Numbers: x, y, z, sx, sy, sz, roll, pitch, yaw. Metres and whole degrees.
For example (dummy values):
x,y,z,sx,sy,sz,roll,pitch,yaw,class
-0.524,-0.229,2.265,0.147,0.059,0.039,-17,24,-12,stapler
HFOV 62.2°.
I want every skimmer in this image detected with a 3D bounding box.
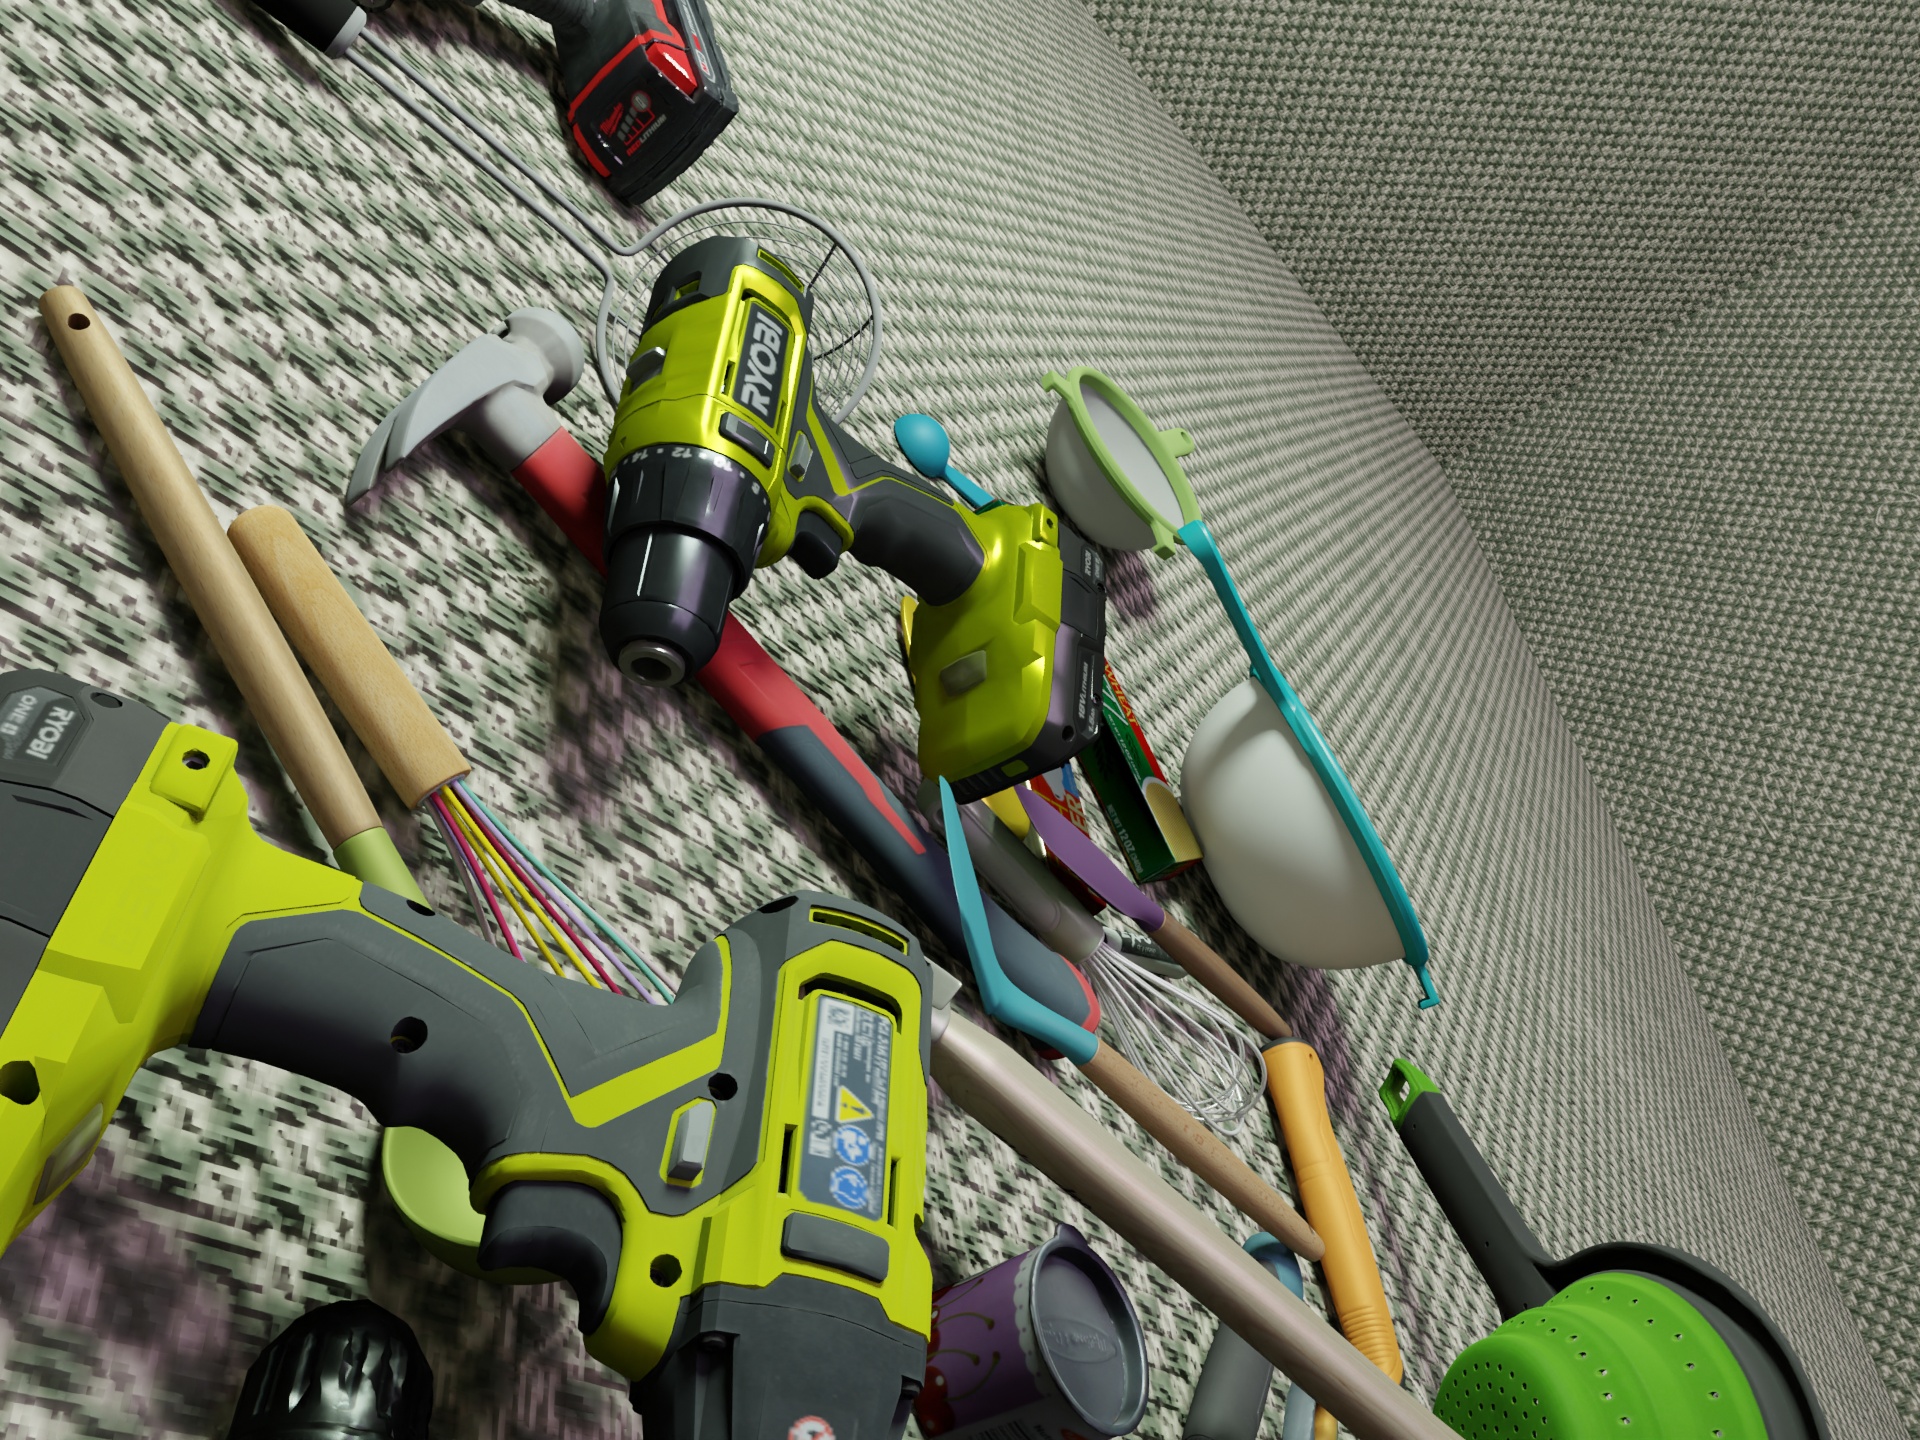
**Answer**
x,y,z,sx,sy,sz,roll,pitch,yaw,class
-0.190,-0.240,0.645,0.363,0.127,0.090,37,-10,-31,skimmer

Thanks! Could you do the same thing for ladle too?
x,y,z,sx,sy,sz,roll,pitch,yaw,class
-0.175,0.006,0.434,0.078,0.062,0.320,-26,81,-34,ladle

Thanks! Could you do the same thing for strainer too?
x,y,z,sx,sy,sz,roll,pitch,yaw,class
0.121,-0.187,1.190,0.151,0.069,0.256,56,24,0,strainer
0.167,0.031,0.943,0.340,0.095,0.211,57,8,-36,strainer

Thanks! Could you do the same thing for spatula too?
x,y,z,sx,sy,sz,roll,pitch,yaw,class
0.077,0.149,0.676,0.317,0.044,0.082,44,19,-29,spatula
0.108,0.110,0.821,0.315,0.018,0.060,43,14,-46,spatula

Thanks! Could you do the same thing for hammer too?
x,y,z,sx,sy,sz,roll,pitch,yaw,class
0.094,0.291,0.612,0.331,0.033,0.128,-24,101,-68,hammer
0.205,0.314,0.811,0.127,0.034,0.337,36,33,-42,hammer
0.107,0.212,0.574,0.410,0.038,0.146,42,-10,-12,hammer
-0.072,0.012,0.639,0.386,0.038,0.143,49,27,-19,hammer

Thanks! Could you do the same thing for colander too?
x,y,z,sx,sy,sz,roll,pitch,yaw,class
0.263,0.299,0.781,0.094,0.204,0.397,11,24,-16,colander

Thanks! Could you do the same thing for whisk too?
x,y,z,sx,sy,sz,roll,pitch,yaw,class
0.063,0.112,0.755,0.246,0.058,0.059,47,27,-19,whisk
-0.145,0.040,0.478,0.245,0.051,0.047,54,4,1,whisk

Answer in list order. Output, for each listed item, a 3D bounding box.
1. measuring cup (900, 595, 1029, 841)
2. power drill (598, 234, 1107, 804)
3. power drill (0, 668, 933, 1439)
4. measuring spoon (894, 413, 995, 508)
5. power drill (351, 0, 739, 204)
x,y,z,sx,sy,sz,roll,pitch,yaw,class
-0.001,-0.003,0.793,0.062,0.029,0.157,24,44,-51,measuring cup
-0.043,-0.059,0.632,0.228,0.080,0.191,34,46,-36,power drill
-0.111,0.091,0.332,0.223,0.080,0.171,22,42,-19,power drill
0.008,-0.153,0.994,0.128,0.021,0.042,33,35,-41,measuring spoon
-0.213,-0.342,0.743,0.219,0.078,0.143,18,46,-51,power drill
